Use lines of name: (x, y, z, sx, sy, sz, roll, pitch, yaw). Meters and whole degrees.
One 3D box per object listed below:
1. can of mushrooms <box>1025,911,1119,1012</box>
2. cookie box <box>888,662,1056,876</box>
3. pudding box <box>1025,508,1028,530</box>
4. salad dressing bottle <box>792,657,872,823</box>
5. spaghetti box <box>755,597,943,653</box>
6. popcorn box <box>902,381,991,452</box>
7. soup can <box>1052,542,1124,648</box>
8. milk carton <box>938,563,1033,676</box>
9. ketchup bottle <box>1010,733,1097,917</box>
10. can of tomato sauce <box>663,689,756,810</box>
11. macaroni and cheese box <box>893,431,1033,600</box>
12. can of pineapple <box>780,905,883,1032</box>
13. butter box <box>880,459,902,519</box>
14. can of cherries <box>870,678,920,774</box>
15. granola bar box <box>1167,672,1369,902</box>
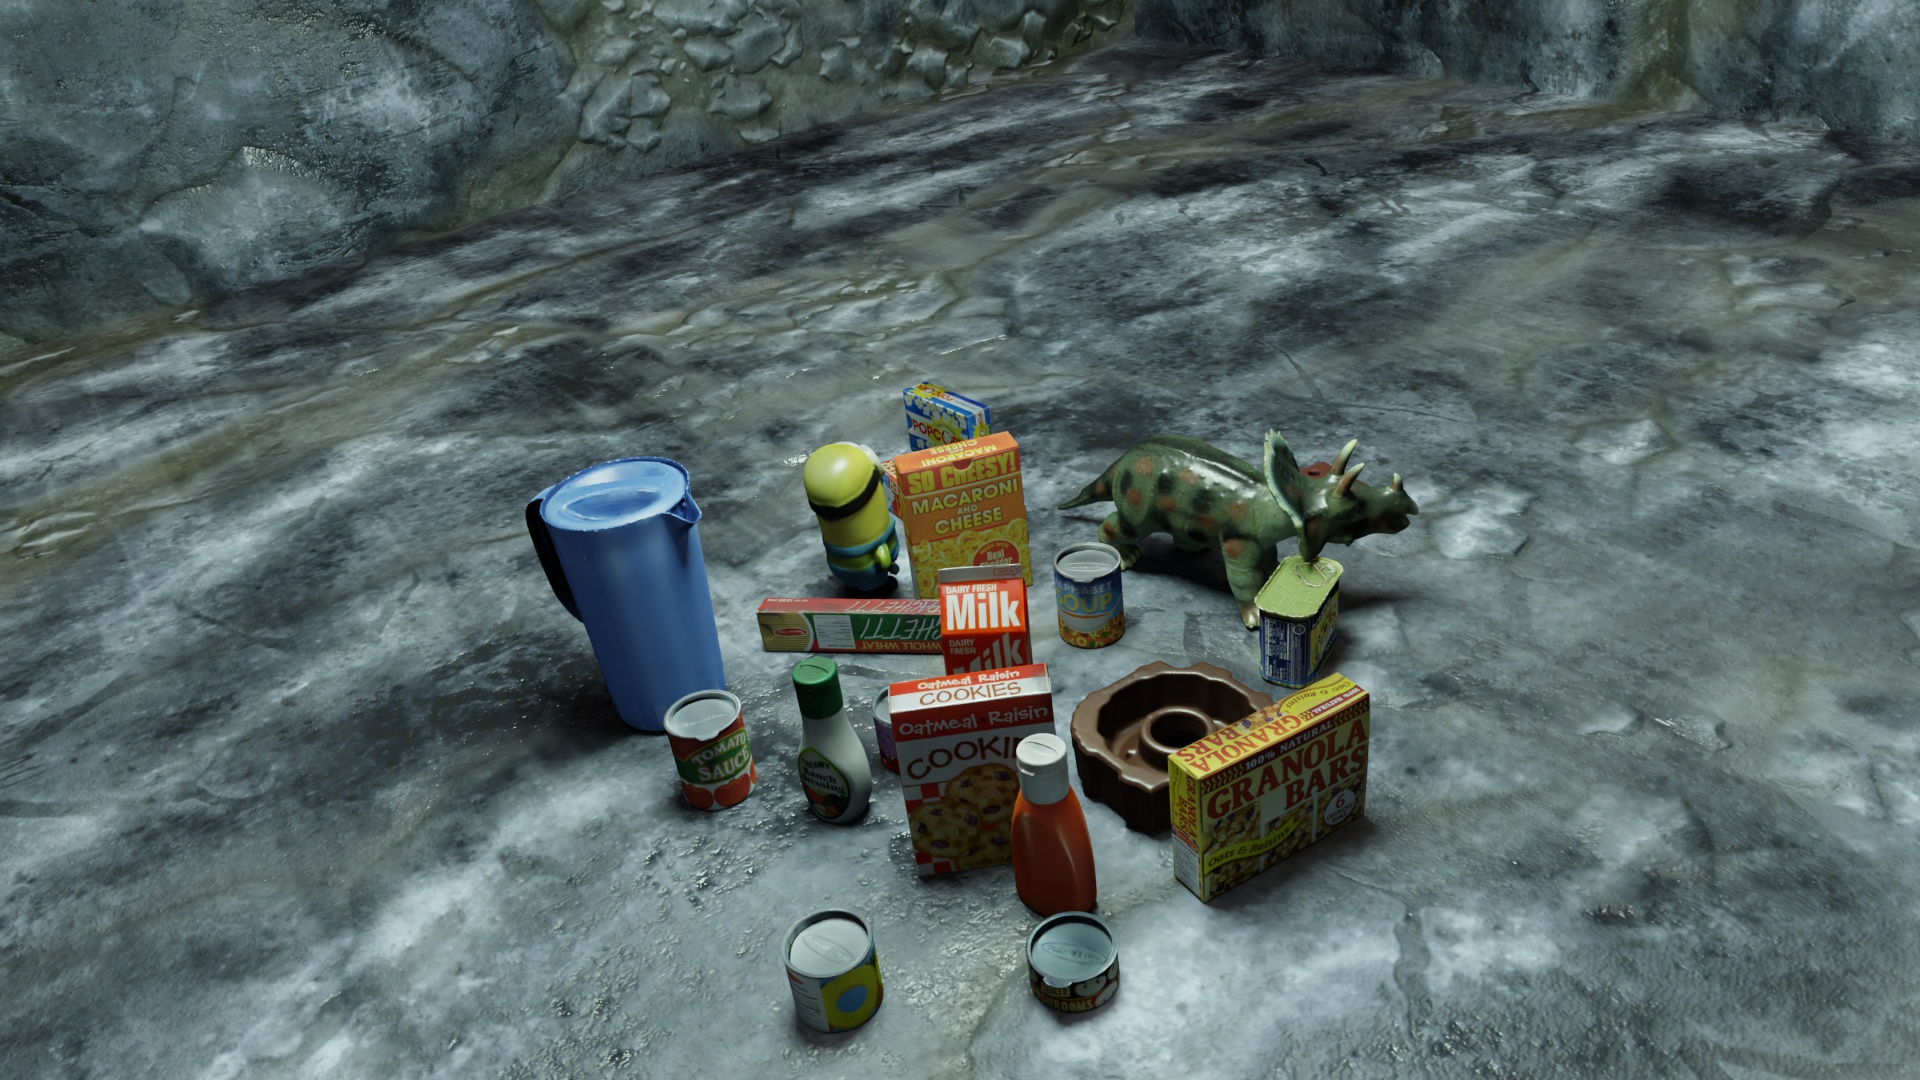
can of mushrooms: (0.080, 0.302, 0.993, 0.071, 0.033, 0.071, -5, 30, 3)
cookie box: (0.015, 0.179, 1.083, 0.123, 0.166, 0.040, -8, 30, 0)
pudding box: (0.055, -0.036, 1.556, 0.030, 0.049, 0.084, -9, 30, -3)
salad dressing bottle: (-0.110, 0.166, 1.153, 0.064, 0.147, 0.044, 13, 36, 31)
spaghetti box: (-0.077, 0.085, 1.378, 0.250, 0.050, 0.029, 0, 31, 12)
popcorn box: (-0.014, -0.137, 1.707, 0.038, 0.084, 0.127, -28, 36, -31)
soup can: (0.125, 0.055, 1.352, 0.071, 0.083, 0.072, -6, 30, 3)
milk carton: (0.025, 0.102, 1.189, 0.072, 0.189, 0.074, -5, 30, 5)
ketchup bottle: (0.066, 0.213, 1.034, 0.065, 0.148, 0.044, 16, 37, 34)
can of tomato sauce: (-0.216, 0.184, 1.210, 0.071, 0.082, 0.071, -6, 30, 3)
macaroni and cheese box: (0.005, -0.018, 1.421, 0.124, 0.165, 0.040, -14, 31, -11)
can of pineapple: (-0.090, 0.307, 0.997, 0.071, 0.057, 0.071, -5, 30, 3)
butter box: (-0.063, -0.050, 1.602, 0.024, 0.053, 0.104, -22, 33, -23)
can of cherries: (-0.040, 0.166, 1.226, 0.071, 0.058, 0.072, -5, 30, 3)
granola bar box: (0.238, 0.188, 1.063, 0.166, 0.123, 0.039, -22, 33, -23)
